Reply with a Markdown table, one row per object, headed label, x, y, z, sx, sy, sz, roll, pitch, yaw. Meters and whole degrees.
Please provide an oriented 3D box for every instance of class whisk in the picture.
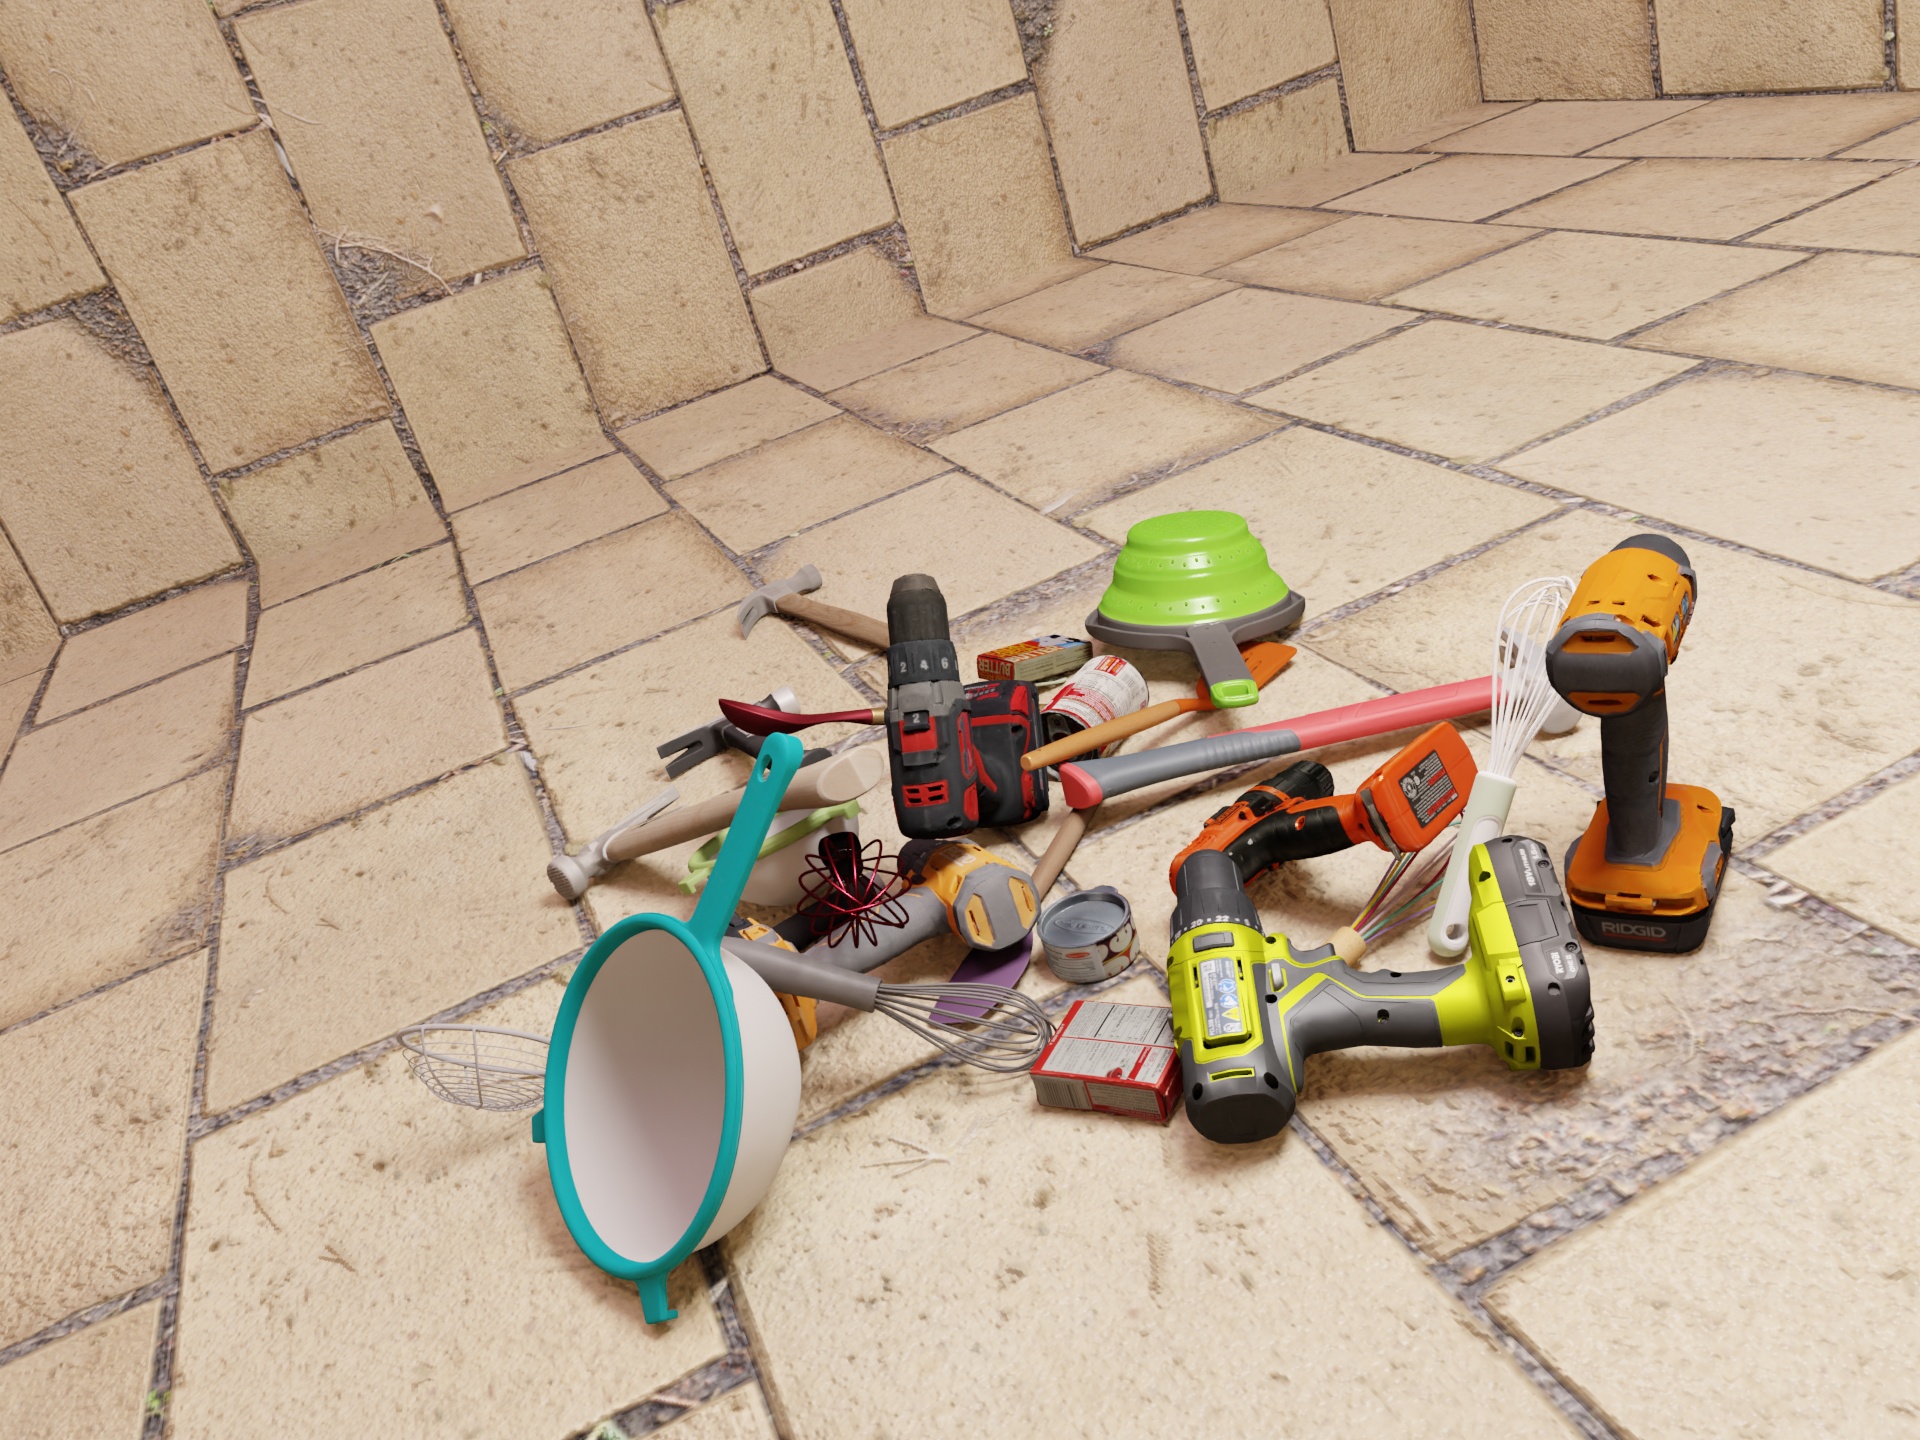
| label | x | y | z | sx | sy | sz | roll | pitch | yaw |
| --- | --- | --- | --- | --- | --- | --- | --- | --- | --- |
| whisk | -0.075 | 0.099 | 1.049 | 0.073 | 0.073 | 0.296 | -20 | 5 | -5 |
| whisk | 0.262 | 0.125 | 1.018 | 0.245 | 0.047 | 0.051 | -35 | 32 | -26 |
| whisk | 0.335 | 0.029 | 0.983 | 0.058 | 0.246 | 0.059 | 16 | 2 | -6 |
| whisk | -0.055 | 0.176 | 1.013 | 0.239 | 0.055 | 0.055 | 14 | 31 | 4 |

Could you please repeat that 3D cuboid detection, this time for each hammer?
| label | x | y | z | sx | sy | sz | roll | pitch | yaw |
| --- | --- | --- | --- | --- | --- | --- | --- | --- | --- |
| hammer | -0.184 | 0.068 | 1.268 | 0.146 | 0.038 | 0.410 | -37 | 12 | -39 |
| hammer | -0.180 | 0.026 | 1.425 | 0.146 | 0.035 | 0.335 | -26 | 14 | -15 |
| hammer | 0.266 | 0.003 | 1.238 | 0.386 | 0.038 | 0.143 | -12 | 23 | 4 |
| hammer | -0.140 | -0.111 | 1.755 | 0.130 | 0.031 | 0.331 | -30 | 28 | -25 |

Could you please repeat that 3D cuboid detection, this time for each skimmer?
| label | x | y | z | sx | sy | sz | roll | pitch | yaw |
| --- | --- | --- | --- | --- | --- | --- | --- | --- | --- |
| skimmer | -0.222 | 0.177 | 1.163 | 0.363 | 0.090 | 0.127 | -28 | -12 | -27 |

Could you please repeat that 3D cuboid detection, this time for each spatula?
| label | x | y | z | sx | sy | sz | roll | pitch | yaw |
| --- | --- | --- | --- | --- | --- | --- | --- | --- | --- |
| spatula | 0.061 | 0.120 | 1.181 | 0.060 | 0.018 | 0.316 | -11 | 26 | 33 |
| spatula | 0.160 | -0.013 | 1.309 | 0.081 | 0.041 | 0.322 | 9 | 20 | 43 |

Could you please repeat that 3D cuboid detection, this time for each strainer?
| label | x | y | z | sx | sy | sz | roll | pitch | yaw |
| --- | --- | --- | --- | --- | --- | --- | --- | --- | --- |
| strainer | -0.137 | 0.168 | 0.953 | 0.095 | 0.340 | 0.211 | 13 | 15 | -42 |
| strainer | -0.136 | 0.099 | 1.315 | 0.151 | 0.069 | 0.256 | -25 | 8 | 3 |

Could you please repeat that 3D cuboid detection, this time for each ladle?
| label | x | y | z | sx | sy | sz | roll | pitch | yaw |
| --- | --- | --- | --- | --- | --- | --- | --- | --- | --- |
| ladle | -0.054 | -0.005 | 1.363 | 0.315 | 0.031 | 0.069 | -1 | 11 | -25 |

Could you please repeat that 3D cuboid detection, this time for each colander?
| label | x | y | z | sx | sy | sz | roll | pitch | yaw |
| --- | --- | --- | --- | --- | --- | --- | --- | --- | --- |
| colander | 0.212 | -0.111 | 1.394 | 0.204 | 0.094 | 0.397 | -7 | 19 | 3 |

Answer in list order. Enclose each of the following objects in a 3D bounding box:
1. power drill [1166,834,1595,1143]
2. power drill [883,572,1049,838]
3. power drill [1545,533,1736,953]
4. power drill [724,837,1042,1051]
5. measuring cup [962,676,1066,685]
| label | x | y | z | sx | sy | sz | roll | pitch | yaw |
| --- | --- | --- | --- | --- | --- | --- | --- | --- | --- |
| power drill | 0.232 | 0.139 | 0.927 | 0.228 | 0.080 | 0.191 | -11 | 42 | 12 |
| power drill | -0.002 | -0.004 | 1.197 | 0.080 | 0.188 | 0.226 | -8 | -7 | 15 |
| power drill | 0.408 | 0.005 | 0.948 | 0.084 | 0.226 | 0.164 | 2 | 32 | 35 |
| power drill | -0.074 | 0.147 | 1.136 | 0.226 | 0.084 | 0.185 | -23 | 14 | -16 |
| measuring cup | 0.023 | -0.013 | 1.464 | 0.167 | 0.038 | 0.083 | -9 | 17 | -22 |
